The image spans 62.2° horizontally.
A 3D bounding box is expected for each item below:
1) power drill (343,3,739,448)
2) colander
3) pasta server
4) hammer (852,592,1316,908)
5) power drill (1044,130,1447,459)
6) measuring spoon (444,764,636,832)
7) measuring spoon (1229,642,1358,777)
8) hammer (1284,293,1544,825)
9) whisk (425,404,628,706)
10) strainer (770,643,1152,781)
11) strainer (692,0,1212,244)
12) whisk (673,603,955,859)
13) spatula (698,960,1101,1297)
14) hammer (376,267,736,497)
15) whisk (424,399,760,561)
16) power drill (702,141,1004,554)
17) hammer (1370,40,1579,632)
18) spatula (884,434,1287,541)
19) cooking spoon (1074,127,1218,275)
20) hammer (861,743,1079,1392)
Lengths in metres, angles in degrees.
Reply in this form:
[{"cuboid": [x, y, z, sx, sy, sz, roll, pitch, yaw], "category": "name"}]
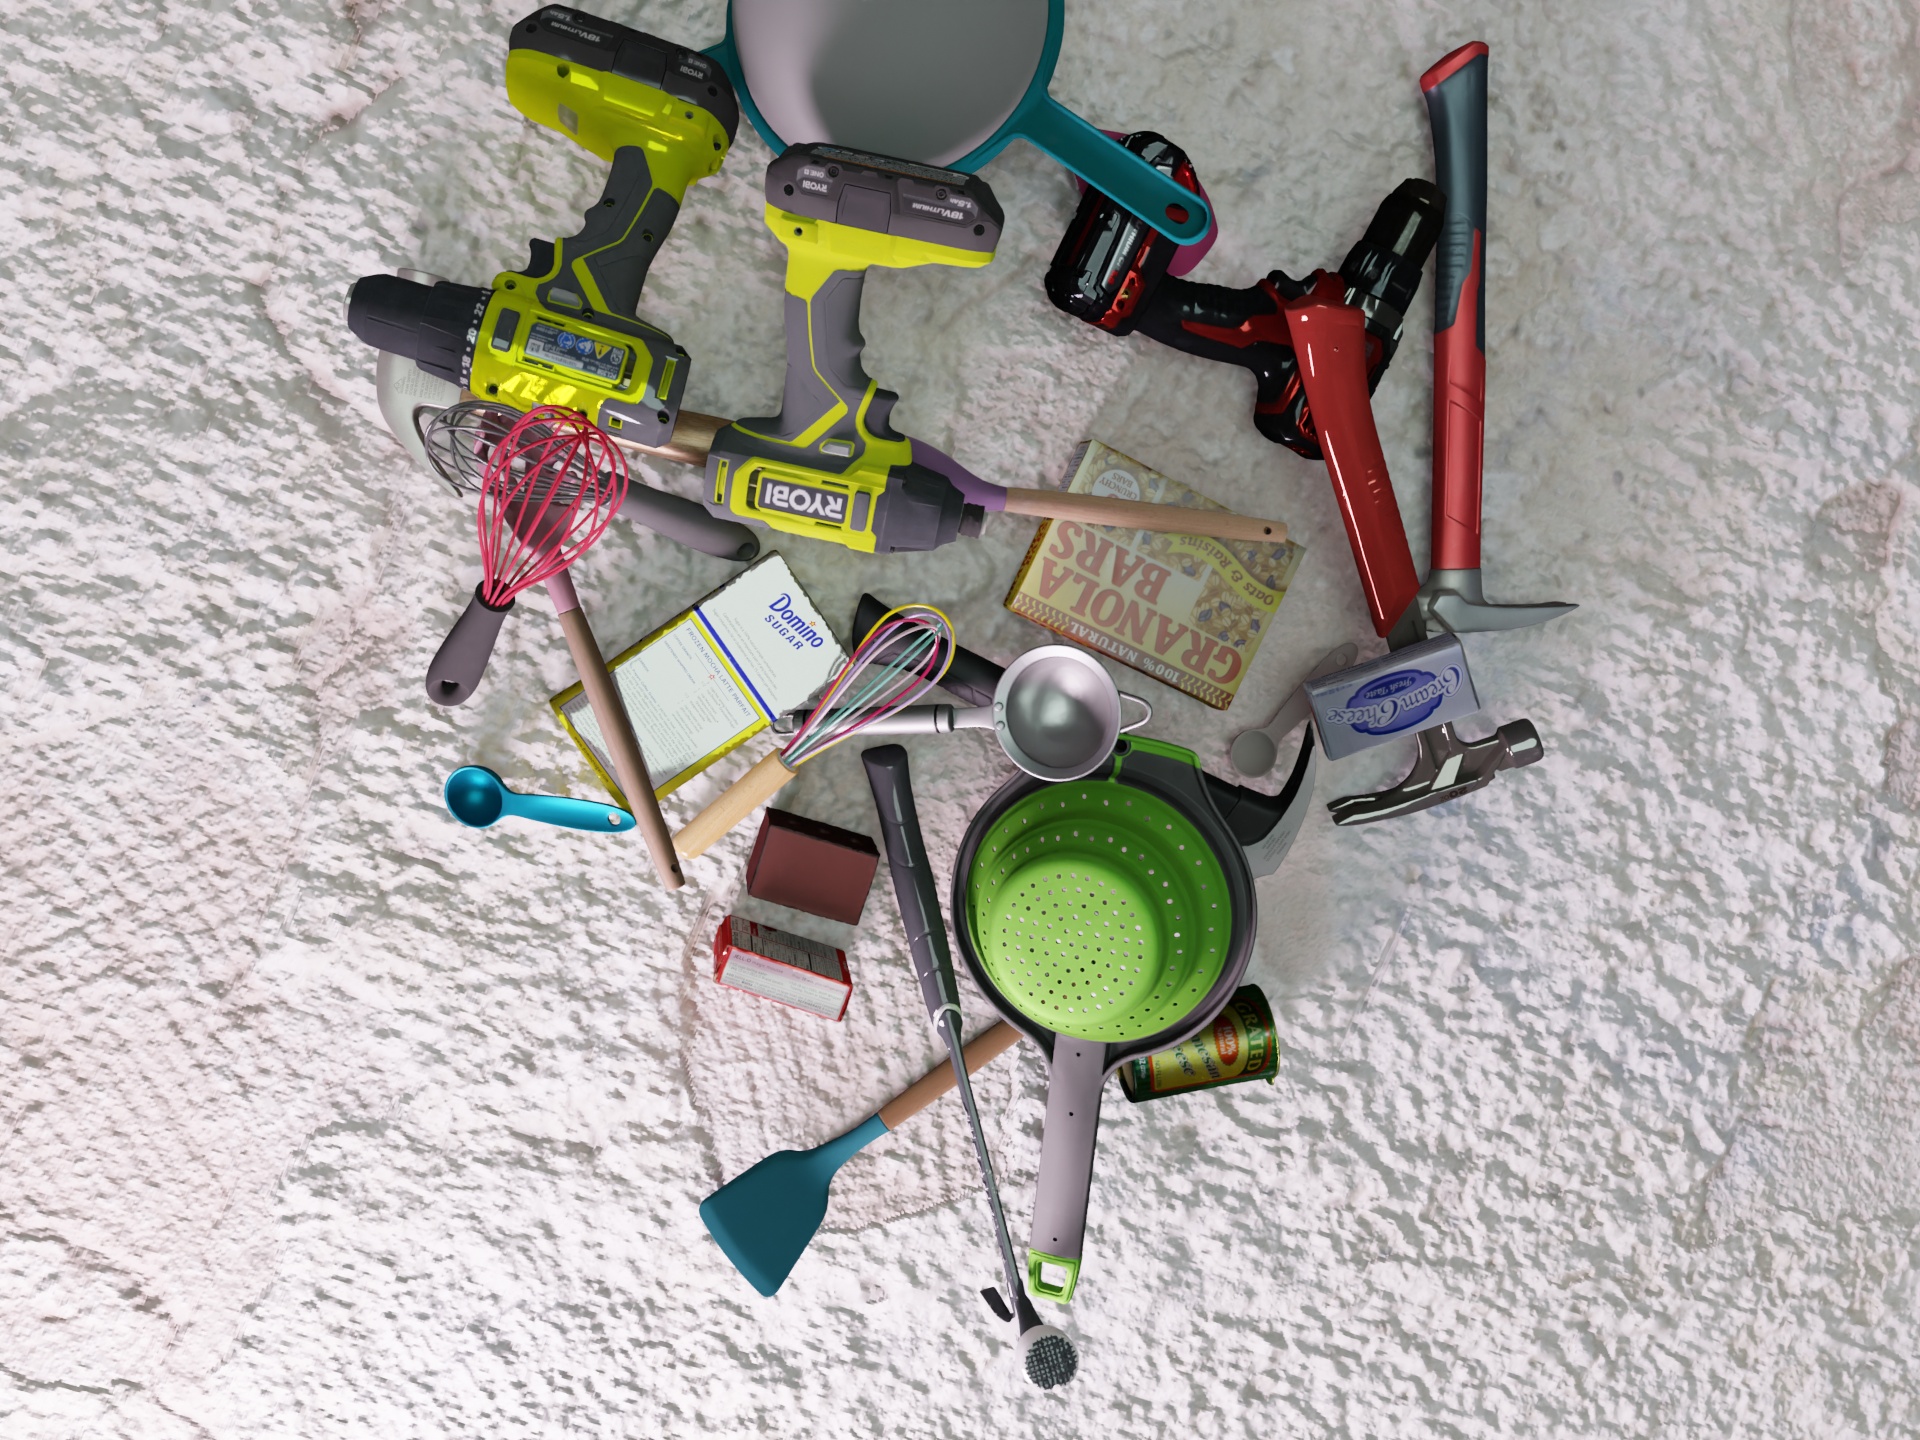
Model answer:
[{"cuboid": [-0.235, -0.287, 0.926, 0.190, 0.080, 0.228, 16, 79, -11], "category": "power drill"}, {"cuboid": [0.072, 0.208, 1.022, 0.204, 0.094, 0.397, 9, 101, 15], "category": "colander"}, {"cuboid": [-0.226, -0.043, 0.973, 0.060, 0.040, 0.316, -26, 100, -41], "category": "pasta server"}, {"cuboid": [0.079, 0.002, 1.057, 0.334, 0.035, 0.146, 27, 118, -7], "category": "hammer"}, {"cuboid": [0.189, -0.293, 1.016, 0.226, 0.080, 0.188, 23, 102, -17], "category": "power drill"}, {"cuboid": [-0.266, 0.053, 1.018, 0.128, 0.021, 0.042, 9, 108, 7], "category": "measuring spoon"}, {"cuboid": [0.232, -0.009, 1.109, 0.124, 0.018, 0.034, -45, 102, -7], "category": "measuring spoon"}, {"cuboid": [0.268, -0.101, 1.041, 0.149, 0.037, 0.358, -20, 112, 8], "category": "hammer"}, {"cuboid": [-0.260, -0.081, 0.909, 0.073, 0.295, 0.073, 16, 55, -25], "category": "whisk"}, {"cuboid": [-0.002, -0.003, 1.023, 0.258, 0.050, 0.087, -2, 94, 15], "category": "strainer"}, {"cuboid": [0.001, -0.384, 0.917, 0.340, 0.095, 0.211, 37, 100, 8], "category": "strainer"}, {"cuboid": [-0.097, 0.009, 1.015, 0.245, 0.051, 0.047, -40, 112, 19], "category": "whisk"}, {"cuboid": [-0.029, 0.264, 1.090, 0.317, 0.044, 0.082, -36, 98, -3], "category": "spatula"}, {"cuboid": [-0.197, -0.182, 1.004, 0.331, 0.031, 0.130, 11, 96, -11], "category": "hammer"}, {"cuboid": [-0.211, -0.135, 0.950, 0.238, 0.055, 0.055, 18, 96, -46], "category": "whisk"}, {"cuboid": [-0.052, -0.211, 0.938, 0.171, 0.080, 0.223, 11, 116, -2], "category": "power drill"}, {"cuboid": [0.352, -0.253, 1.077, 0.143, 0.038, 0.386, -3, 99, -10], "category": "hammer"}, {"cuboid": [0.054, -0.141, 1.016, 0.316, 0.018, 0.060, 7, 97, -4], "category": "spatula"}, {"cuboid": [0.040, -0.404, 1.015, 0.318, 0.017, 0.069, 39, 97, -13], "category": "cooking spoon"}, {"cuboid": [-0.003, 0.213, 1.036, 0.036, 0.149, 0.409, -13, 84, -11], "category": "hammer"}]
